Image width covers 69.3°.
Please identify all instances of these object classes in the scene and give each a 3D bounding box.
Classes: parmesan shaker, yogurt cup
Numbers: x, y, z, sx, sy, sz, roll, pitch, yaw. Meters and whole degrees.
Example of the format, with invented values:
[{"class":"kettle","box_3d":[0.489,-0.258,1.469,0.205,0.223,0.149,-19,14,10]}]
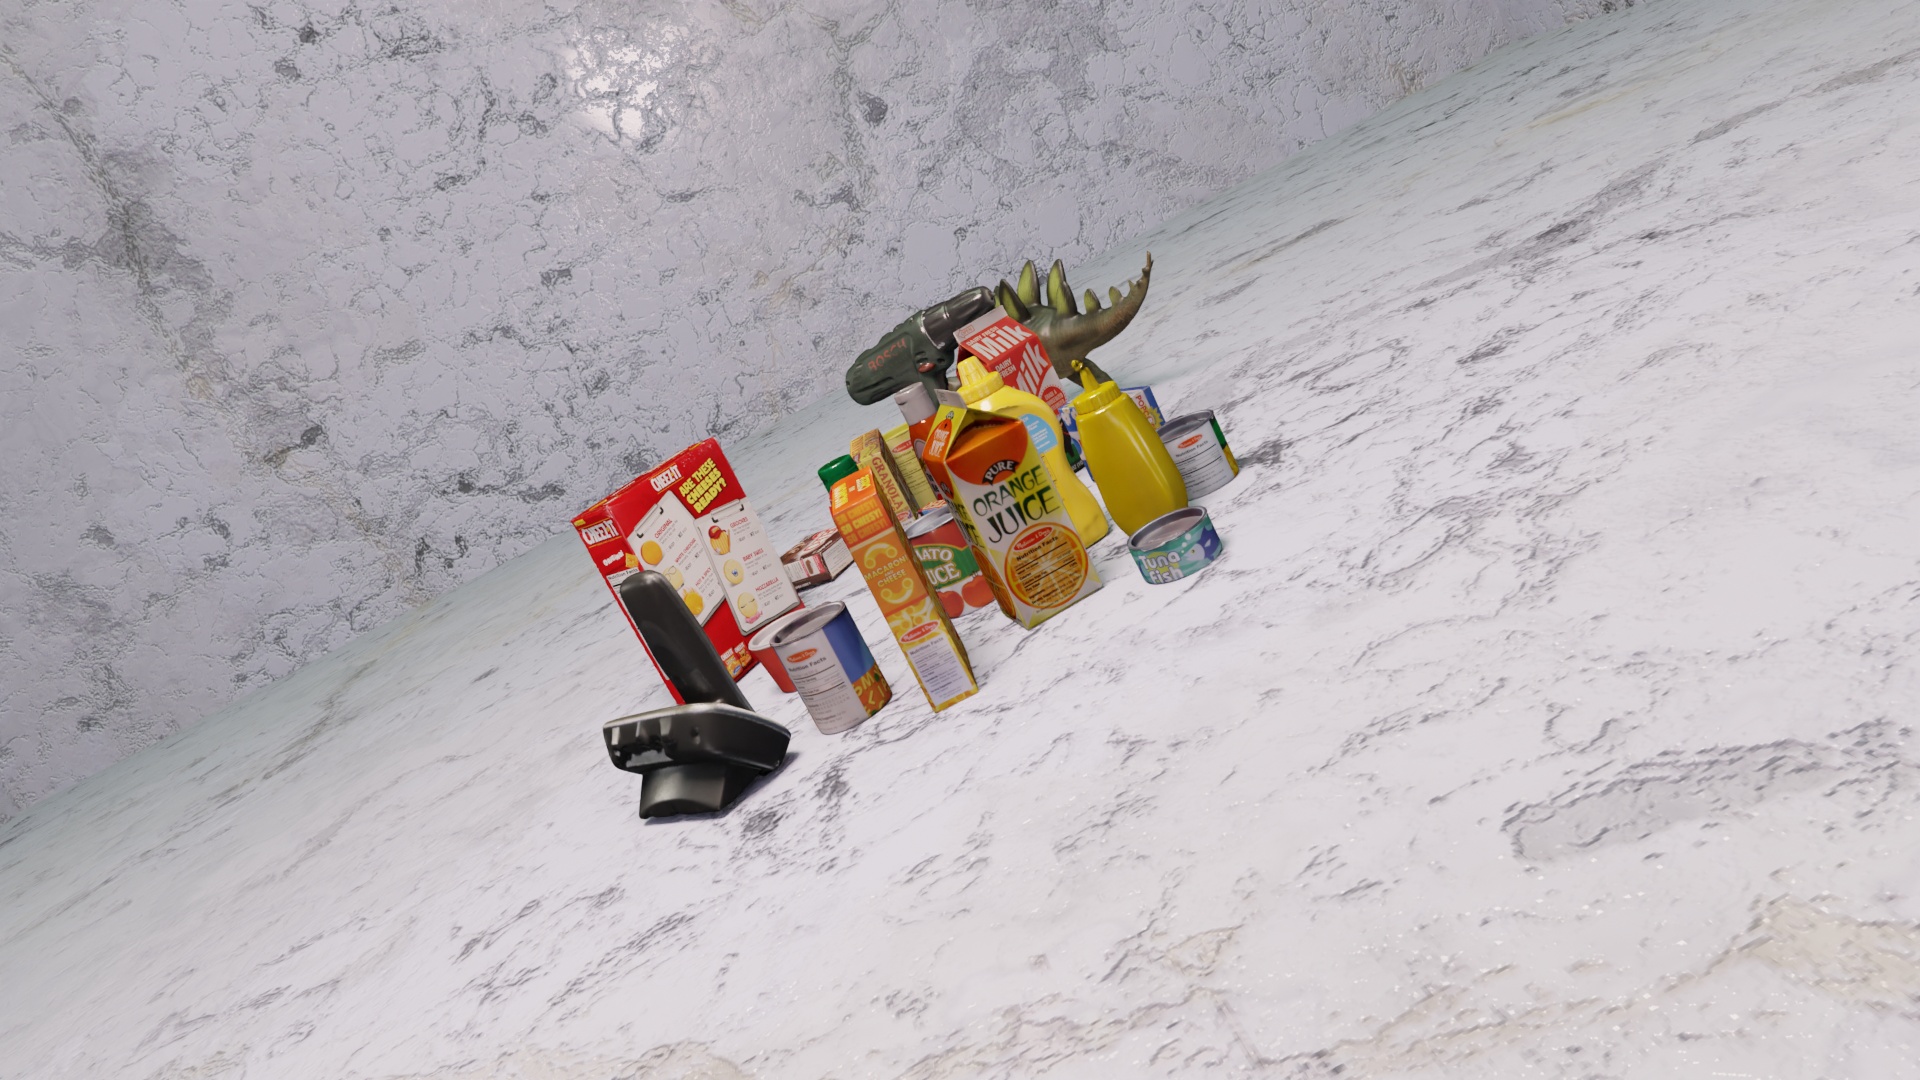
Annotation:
[{"class":"parmesan shaker","box_3d":[-0.052,-0.083,1.628,0.071,0.103,0.071,-26,13,7]},{"class":"yogurt cup","box_3d":[-0.147,0.099,1.239,0.072,0.054,0.072,-26,13,7]}]

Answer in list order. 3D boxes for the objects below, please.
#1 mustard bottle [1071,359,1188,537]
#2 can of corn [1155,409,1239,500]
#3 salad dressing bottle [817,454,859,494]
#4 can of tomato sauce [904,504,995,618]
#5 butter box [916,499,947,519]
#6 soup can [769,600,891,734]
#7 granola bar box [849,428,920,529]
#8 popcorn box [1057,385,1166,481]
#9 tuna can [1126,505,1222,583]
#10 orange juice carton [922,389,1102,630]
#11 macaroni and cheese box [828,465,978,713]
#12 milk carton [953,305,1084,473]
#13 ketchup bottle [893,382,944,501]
[{"class":"mustard bottle","box_3d":[0.133,-0.080,1.148,0.065,0.160,0.049,-20,15,30]},{"class":"can of corn","box_3d":[0.202,-0.075,1.213,0.071,0.058,0.071,-26,13,7]},{"class":"salad dressing bottle","box_3d":[-0.088,-0.011,1.333,0.044,0.147,0.064,-32,14,-19]},{"class":"can of tomato sauce","box_3d":[-0.006,0.018,1.212,0.071,0.083,0.071,-26,13,7]},{"class":"butter box","box_3d":[0.005,-0.017,1.384,0.103,0.053,0.024,-11,21,50]},{"class":"soup can","box_3d":[-0.100,0.098,1.089,0.071,0.083,0.071,-26,13,7]},{"class":"granola bar box","box_3d":[-0.077,-0.048,1.499,0.039,0.124,0.166,-27,13,2]},{"class":"popcorn box","box_3d":[0.154,-0.102,1.345,0.038,0.085,0.126,-32,14,-20]},{"class":"tuna can","box_3d":[0.161,0.004,1.051,0.071,0.032,0.071,-26,14,7]},{"class":"orange juice carton","box_3d":[0.032,-0.034,1.096,0.073,0.192,0.072,-29,13,-9]},{"class":"macaroni and cheese box","box_3d":[-0.045,0.034,1.048,0.040,0.166,0.124,-27,13,0]},{"class":"milk carton","box_3d":[0.061,-0.152,1.481,0.072,0.190,0.073,-34,15,-26]},{"class":"ketchup bottle","box_3d":[-0.026,-0.105,1.564,0.064,0.148,0.044,-11,21,50]}]
